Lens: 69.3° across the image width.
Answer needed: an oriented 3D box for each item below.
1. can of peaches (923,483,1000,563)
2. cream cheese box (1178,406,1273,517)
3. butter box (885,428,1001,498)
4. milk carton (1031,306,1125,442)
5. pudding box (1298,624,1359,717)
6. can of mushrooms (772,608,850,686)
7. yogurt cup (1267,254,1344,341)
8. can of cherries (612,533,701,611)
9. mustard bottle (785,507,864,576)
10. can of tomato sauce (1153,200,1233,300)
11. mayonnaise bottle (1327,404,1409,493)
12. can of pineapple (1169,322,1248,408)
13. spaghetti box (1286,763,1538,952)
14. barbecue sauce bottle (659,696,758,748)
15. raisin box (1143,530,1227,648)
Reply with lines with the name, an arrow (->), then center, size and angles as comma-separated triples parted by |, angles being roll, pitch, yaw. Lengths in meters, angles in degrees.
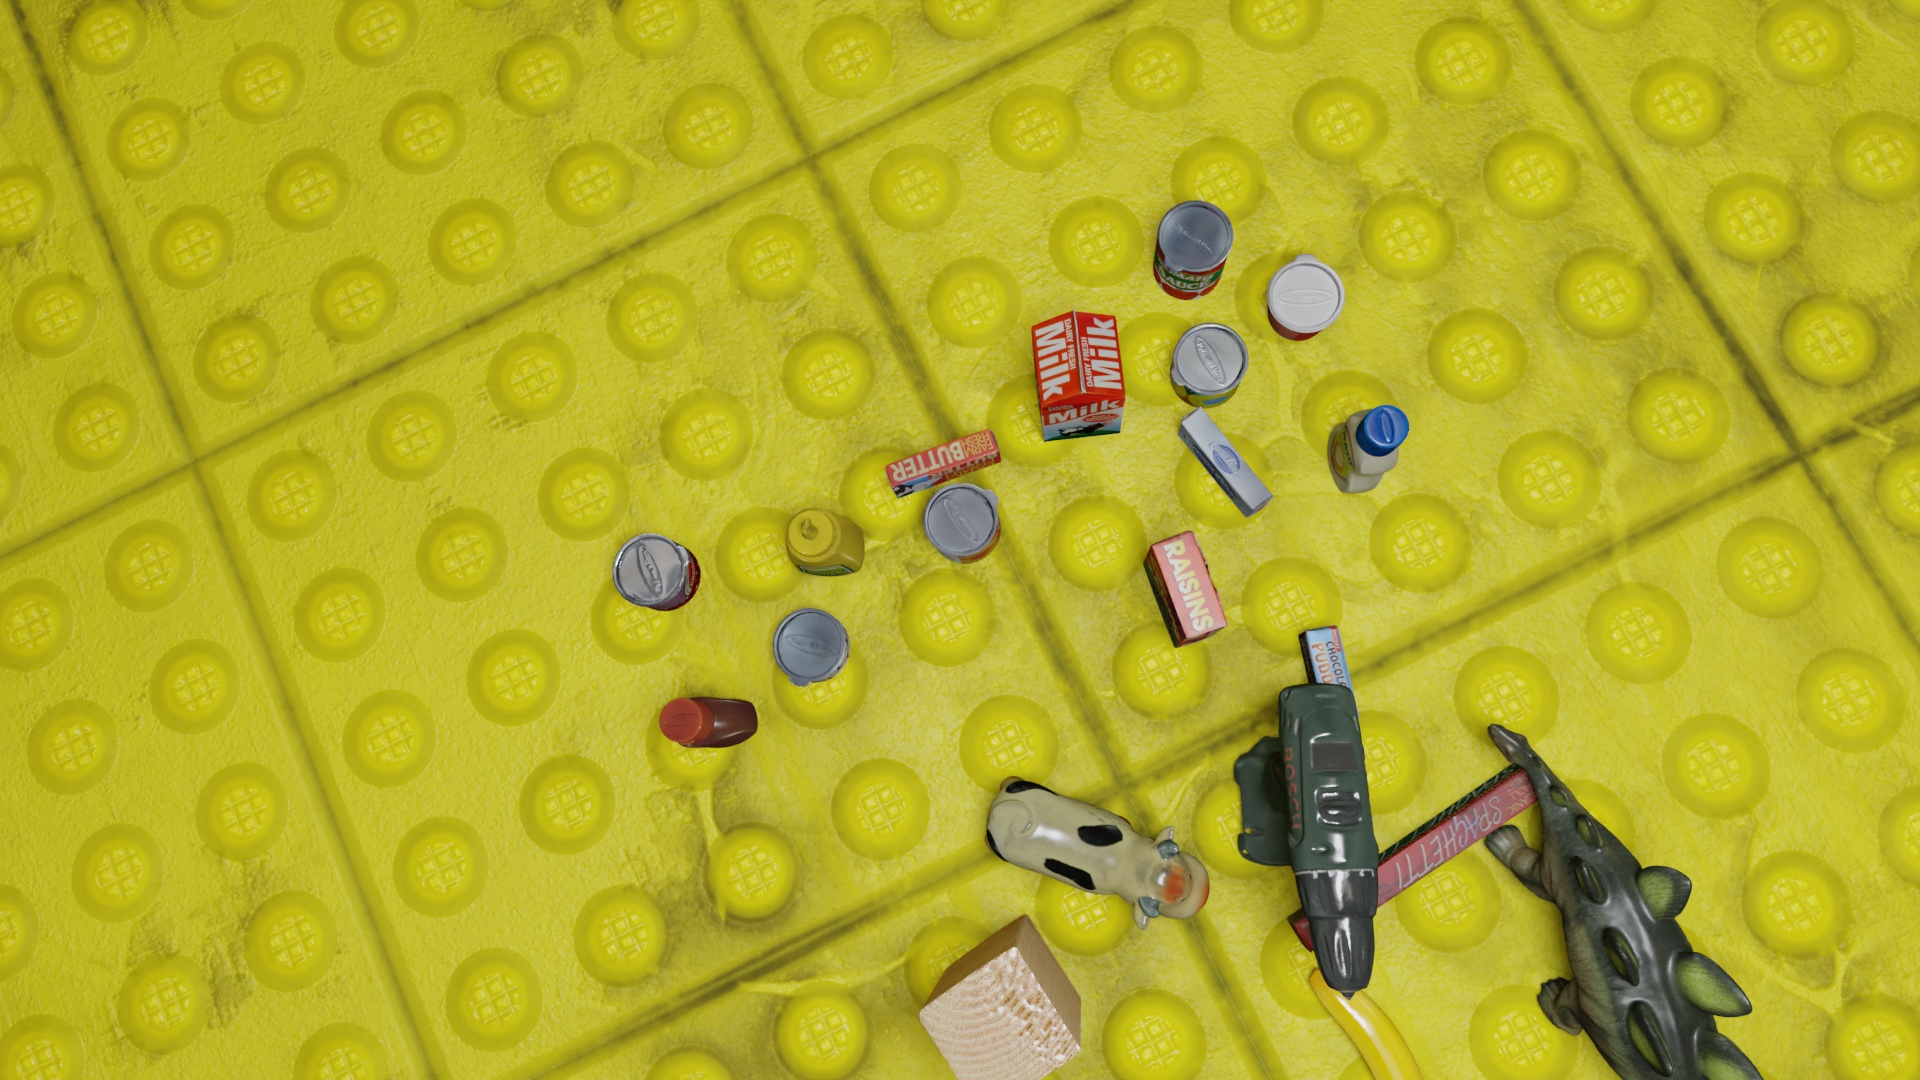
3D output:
can of peaches -> 0.004, -0.016, 1.249 | 0.071, 0.058, 0.071 | -1, 81, 4
cream cheese box -> 0.236, -0.069, 1.242 | 0.024, 0.053, 0.104 | -37, 80, -1
butter box -> -0.015, -0.070, 1.262 | 0.103, 0.053, 0.024 | -20, 81, 1
milk carton -> 0.101, -0.141, 1.194 | 0.073, 0.190, 0.072 | -7, 81, 4
pudding box -> 0.320, 0.118, 1.207 | 0.030, 0.049, 0.084 | -11, 81, 3
can of mushrooms -> -0.135, 0.098, 1.255 | 0.071, 0.033, 0.071 | -1, 81, 4
yogurt cup -> 0.309, -0.214, 1.258 | 0.072, 0.054, 0.072 | -1, 81, 4
can of cherries -> -0.273, 0.030, 1.264 | 0.071, 0.058, 0.071 | -1, 81, 4
mustard bottle -> -0.123, 0.001, 1.205 | 0.065, 0.160, 0.049 | -2, 82, 4
can of tomato sauce -> 0.209, -0.260, 1.259 | 0.071, 0.083, 0.071 | -1, 81, 5
mayonnaise bottle -> 0.348, -0.082, 1.187 | 0.041, 0.148, 0.065 | -9, 81, 3
can of pineapple -> 0.222, -0.157, 1.254 | 0.071, 0.058, 0.071 | -1, 81, 4
spaghetti box -> 0.389, 0.266, 1.179 | 0.250, 0.050, 0.029 | -34, 80, -1
barbecue sauce bottle -> -0.220, 0.156, 1.194 | 0.065, 0.148, 0.044 | -11, 81, 3
raisin box -> 0.192, 0.044, 1.192 | 0.040, 0.123, 0.086 | -19, 81, 2
